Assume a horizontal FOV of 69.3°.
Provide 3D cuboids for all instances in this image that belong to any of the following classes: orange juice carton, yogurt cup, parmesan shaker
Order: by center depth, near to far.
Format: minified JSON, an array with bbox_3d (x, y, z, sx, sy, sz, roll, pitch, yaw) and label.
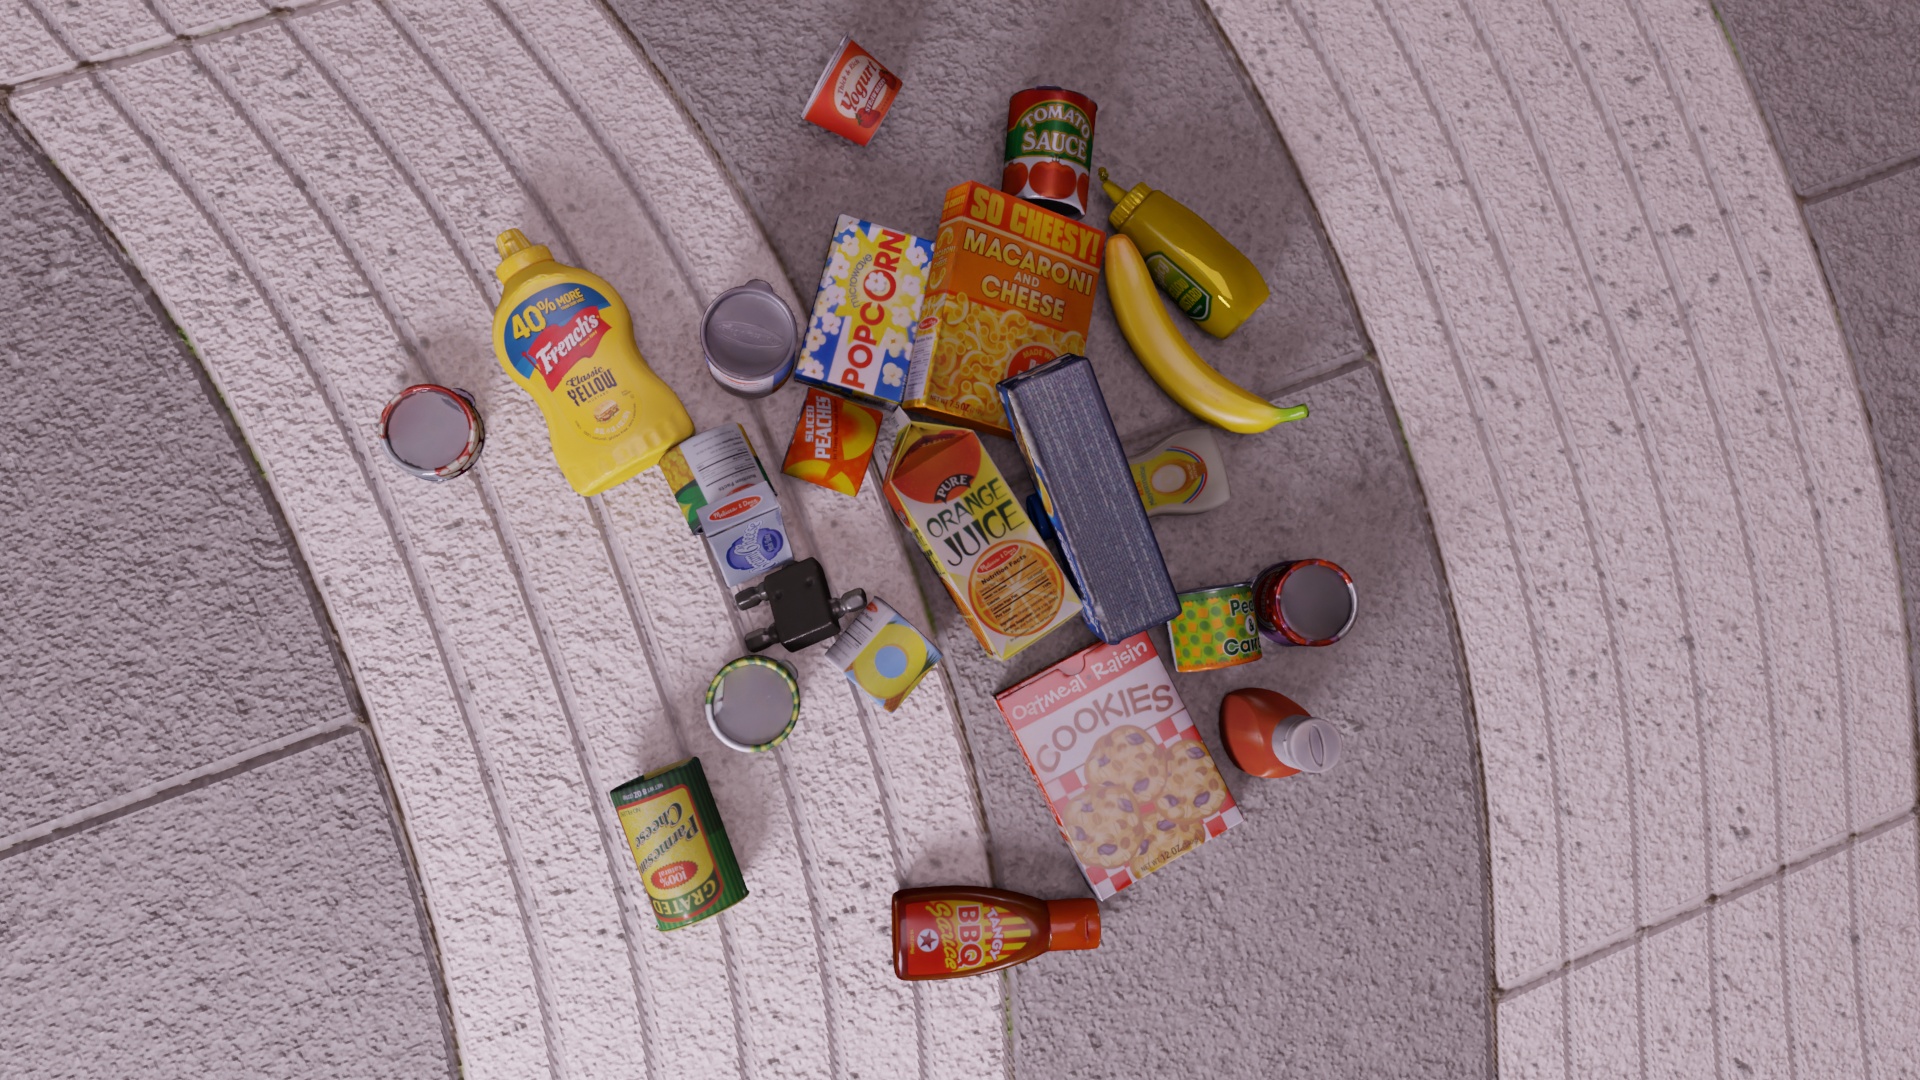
[{"bbox_3d":[-0.199,0.211,0.967,0.071,0.071,0.103,-21,89,-8],"label":"parmesan shaker"},{"bbox_3d":[0.004,-0.013,1.006,0.073,0.072,0.192,-33,91,-7],"label":"orange juice carton"},{"bbox_3d":[-0.079,-0.328,1.023,0.054,0.072,0.072,29,83,-13],"label":"yogurt cup"}]

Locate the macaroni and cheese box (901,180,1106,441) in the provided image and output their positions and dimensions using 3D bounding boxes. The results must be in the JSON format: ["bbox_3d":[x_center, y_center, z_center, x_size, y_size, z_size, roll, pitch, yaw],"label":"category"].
[{"bbox_3d":[0.033,-0.162,1.018,0.124,0.040,0.166,14,83,-28],"label":"macaroni and cheese box"}]

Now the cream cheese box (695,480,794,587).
[{"bbox_3d":[-0.148,-0.003,0.969,0.053,0.103,0.024,-23,71,-9],"label":"cream cheese box"}]

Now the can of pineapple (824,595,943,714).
[{"bbox_3d":[-0.054,0.084,0.995,0.071,0.071,0.058,42,83,-3],"label":"can of pineapple"}]

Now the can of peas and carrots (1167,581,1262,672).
[{"bbox_3d":[0.188,0.063,1.028,0.071,0.071,0.058,-9,88,-8],"label":"can of peas and carrots"}]

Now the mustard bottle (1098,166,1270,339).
[{"bbox_3d":[0.159,-0.222,1.049,0.160,0.065,0.049,43,73,2],"label":"mustard bottle"}]

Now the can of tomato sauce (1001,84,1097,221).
[{"bbox_3d":[0.066,-0.286,1.035,0.071,0.071,0.083,6,86,-7],"label":"can of tomato sauce"}]

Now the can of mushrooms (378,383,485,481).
[{"bbox_3d":[-0.371,-0.078,0.980,0.071,0.033,0.071,0,86,-7],"label":"can of mushrooms"}]

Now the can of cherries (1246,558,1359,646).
[{"bbox_3d":[0.255,0.047,1.043,0.071,0.058,0.071,1,86,-8],"label":"can of cherries"}]

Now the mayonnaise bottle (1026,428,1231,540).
[{"bbox_3d":[0.124,-0.037,1.040,0.148,0.041,0.064,-17,92,-8],"label":"mayonnaise bottle"}]

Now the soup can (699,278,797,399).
[{"bbox_3d":[-0.149,-0.142,0.989,0.071,0.083,0.071,1,86,-8],"label":"soup can"}]

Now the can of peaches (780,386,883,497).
[{"bbox_3d":[-0.092,-0.071,0.998,0.058,0.071,0.071,19,84,-7],"label":"can of peaches"}]

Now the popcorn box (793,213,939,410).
[{"bbox_3d":[-0.066,-0.167,1.025,0.085,0.038,0.127,15,84,-6],"label":"popcorn box"}]

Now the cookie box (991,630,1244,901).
[{"bbox_3d":[0.115,0.160,1.025,0.123,0.040,0.167,-27,90,-9],"label":"cookie box"}]

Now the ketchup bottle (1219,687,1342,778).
[{"bbox_3d":[0.226,0.140,0.988,0.043,0.148,0.064,-9,88,-7],"label":"ketchup bottle"}]

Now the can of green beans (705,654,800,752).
[{"bbox_3d":[-0.147,0.115,0.984,0.071,0.058,0.071,1,86,-8],"label":"can of green beans"}]

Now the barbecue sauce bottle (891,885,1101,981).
[{"bbox_3d":[0.025,0.281,1.003,0.149,0.043,0.065,-1,85,-8],"label":"barbecue sauce bottle"}]

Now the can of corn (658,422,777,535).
[{"bbox_3d":[-0.174,-0.043,0.988,0.071,0.071,0.058,-26,86,-8],"label":"can of corn"}]
